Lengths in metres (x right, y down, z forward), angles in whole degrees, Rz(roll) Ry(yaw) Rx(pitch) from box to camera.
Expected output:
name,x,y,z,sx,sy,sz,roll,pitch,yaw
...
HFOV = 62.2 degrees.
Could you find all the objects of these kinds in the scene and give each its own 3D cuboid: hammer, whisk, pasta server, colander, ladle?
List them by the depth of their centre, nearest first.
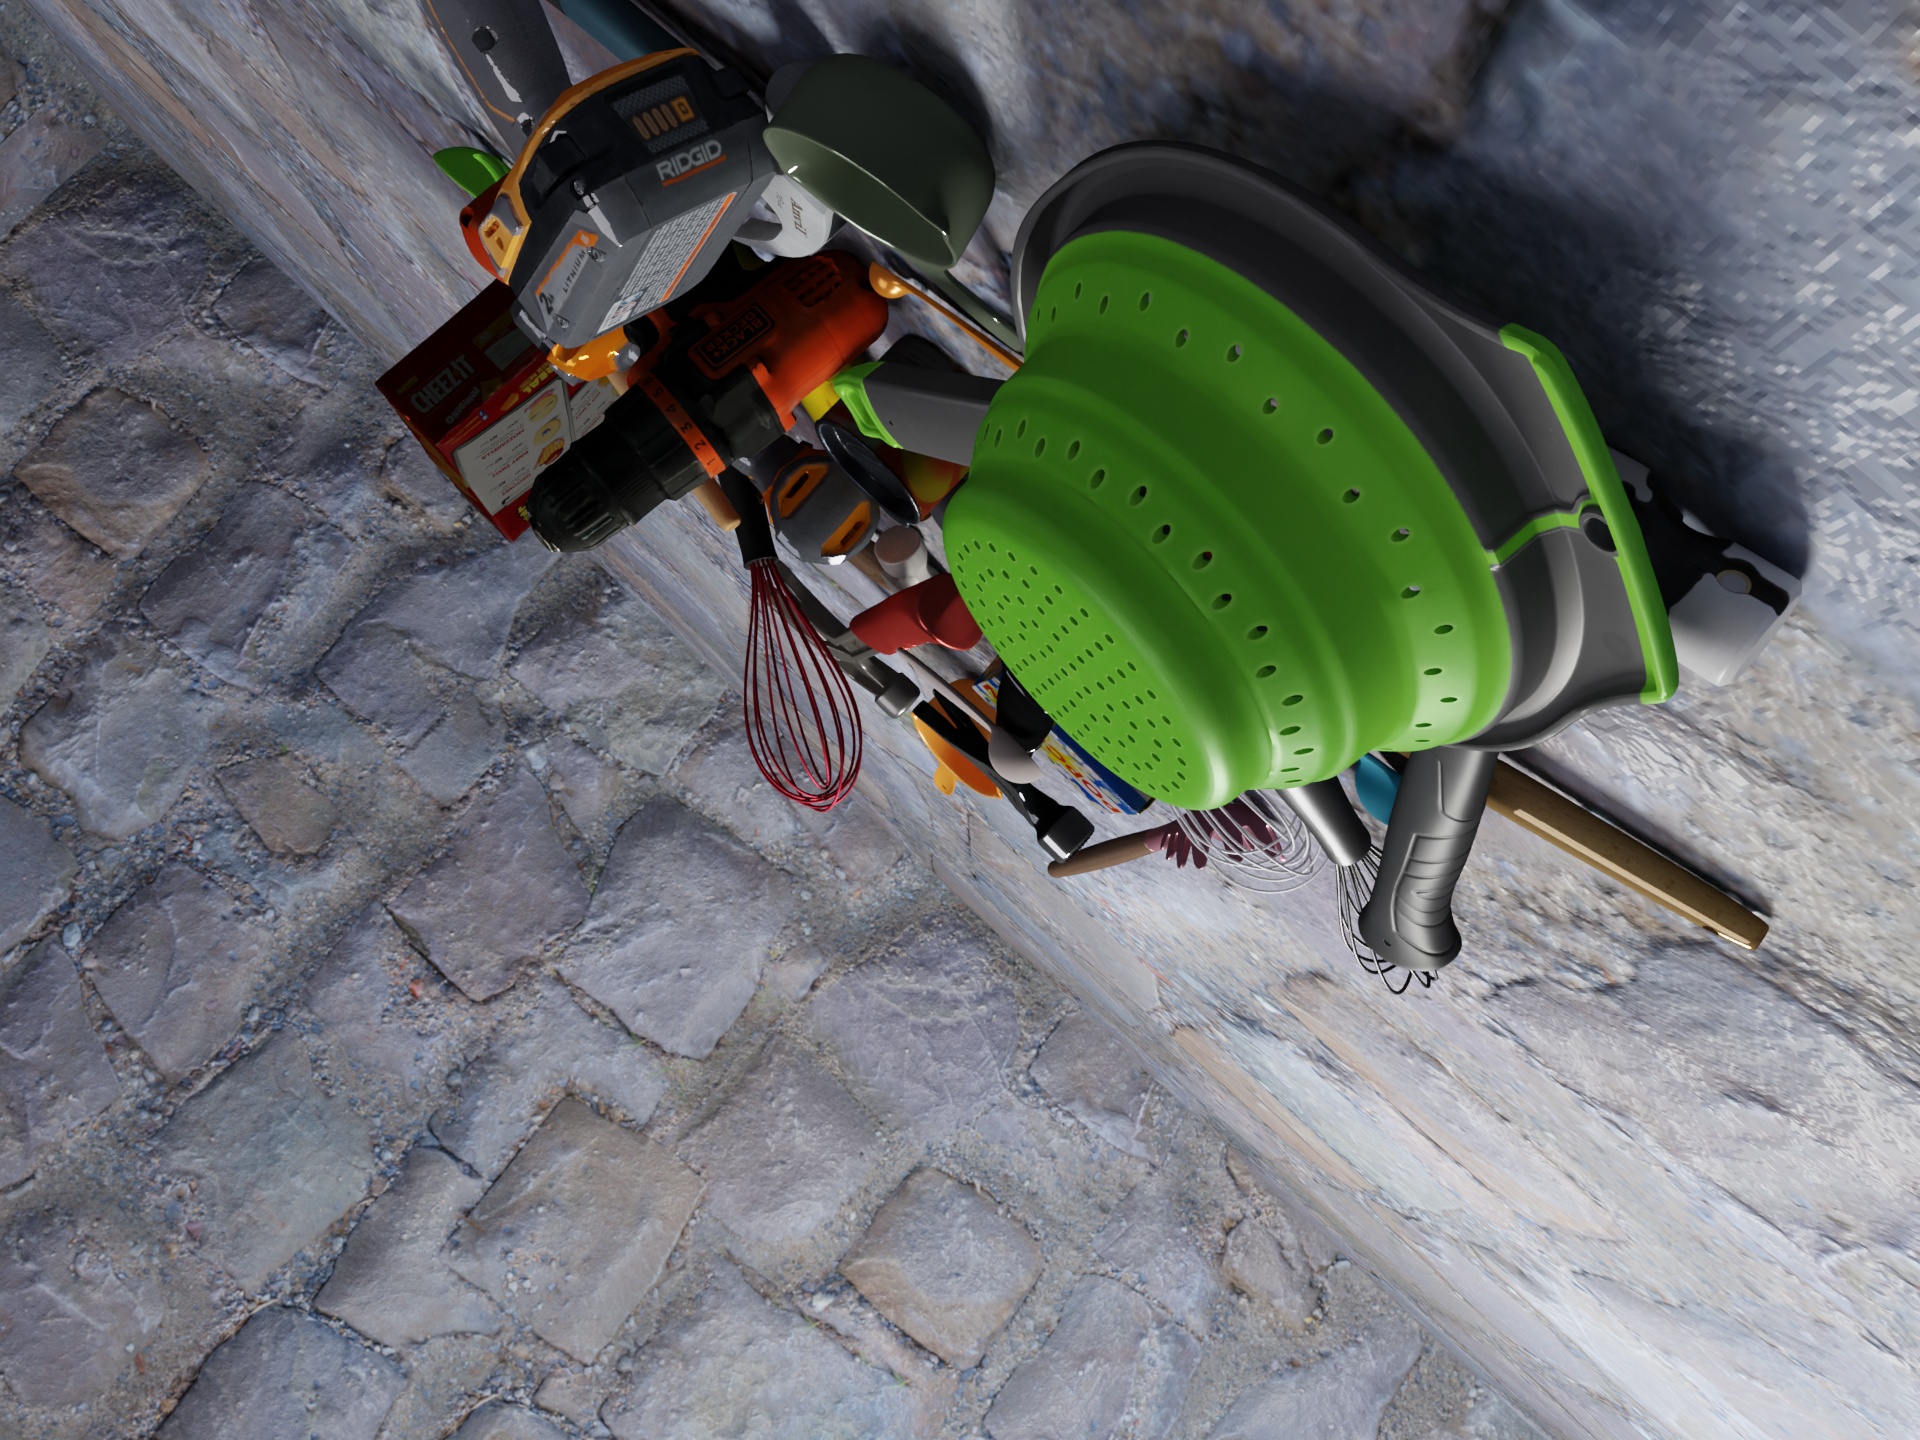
name,x,y,z,sx,sy,sz,roll,pitch,yaw
colander,0.024,-0.064,0.506,0.204,0.094,0.397,56,165,-29
hammer,0.166,0.010,0.552,0.146,0.035,0.334,39,163,25
ladle,0.166,-0.002,0.630,0.316,0.031,0.069,35,174,32
hammer,-0.166,-0.306,0.645,0.331,0.033,0.128,42,169,9
whisk,0.180,0.060,0.748,0.055,0.055,0.238,32,167,48
whisk,0.079,-0.024,0.811,0.285,0.070,0.070,46,171,8
hammer,0.031,0.005,0.919,0.149,0.036,0.409,44,173,6
whisk,-0.124,-0.083,1.026,0.073,0.073,0.296,101,154,-79
pasta server,0.116,0.088,1.031,0.316,0.060,0.040,147,118,-70
hammer,-0.056,-0.066,1.033,0.149,0.037,0.359,43,170,-8
hammer,-0.117,-0.151,1.121,0.332,0.031,0.129,37,168,35

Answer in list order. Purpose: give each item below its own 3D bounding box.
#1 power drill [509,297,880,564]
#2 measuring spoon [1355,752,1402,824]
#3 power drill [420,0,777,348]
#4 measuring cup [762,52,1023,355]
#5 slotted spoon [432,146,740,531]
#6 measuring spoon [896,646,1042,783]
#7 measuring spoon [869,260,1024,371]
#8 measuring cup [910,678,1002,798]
name,x,y,z,sx,sy,sz,roll,pitch,yaw
power drill,-0.143,-0.182,0.931,0.226,0.084,0.164,41,-176,-10
measuring spoon,0.157,0.019,0.656,0.128,0.021,0.042,28,-175,-42
power drill,-0.157,-0.264,0.545,0.226,0.084,0.185,57,153,-6
measuring cup,0.000,-0.175,0.563,0.083,0.038,0.167,33,-177,36
slotted spoon,-0.231,-0.247,1.004,0.314,0.031,0.070,54,-161,7
measuring spoon,-0.001,-0.003,0.849,0.124,0.018,0.034,41,171,37
measuring spoon,0.003,-0.155,0.649,0.117,0.011,0.021,40,-168,24
measuring cup,0.008,0.021,1.248,0.095,0.052,0.173,43,165,6
